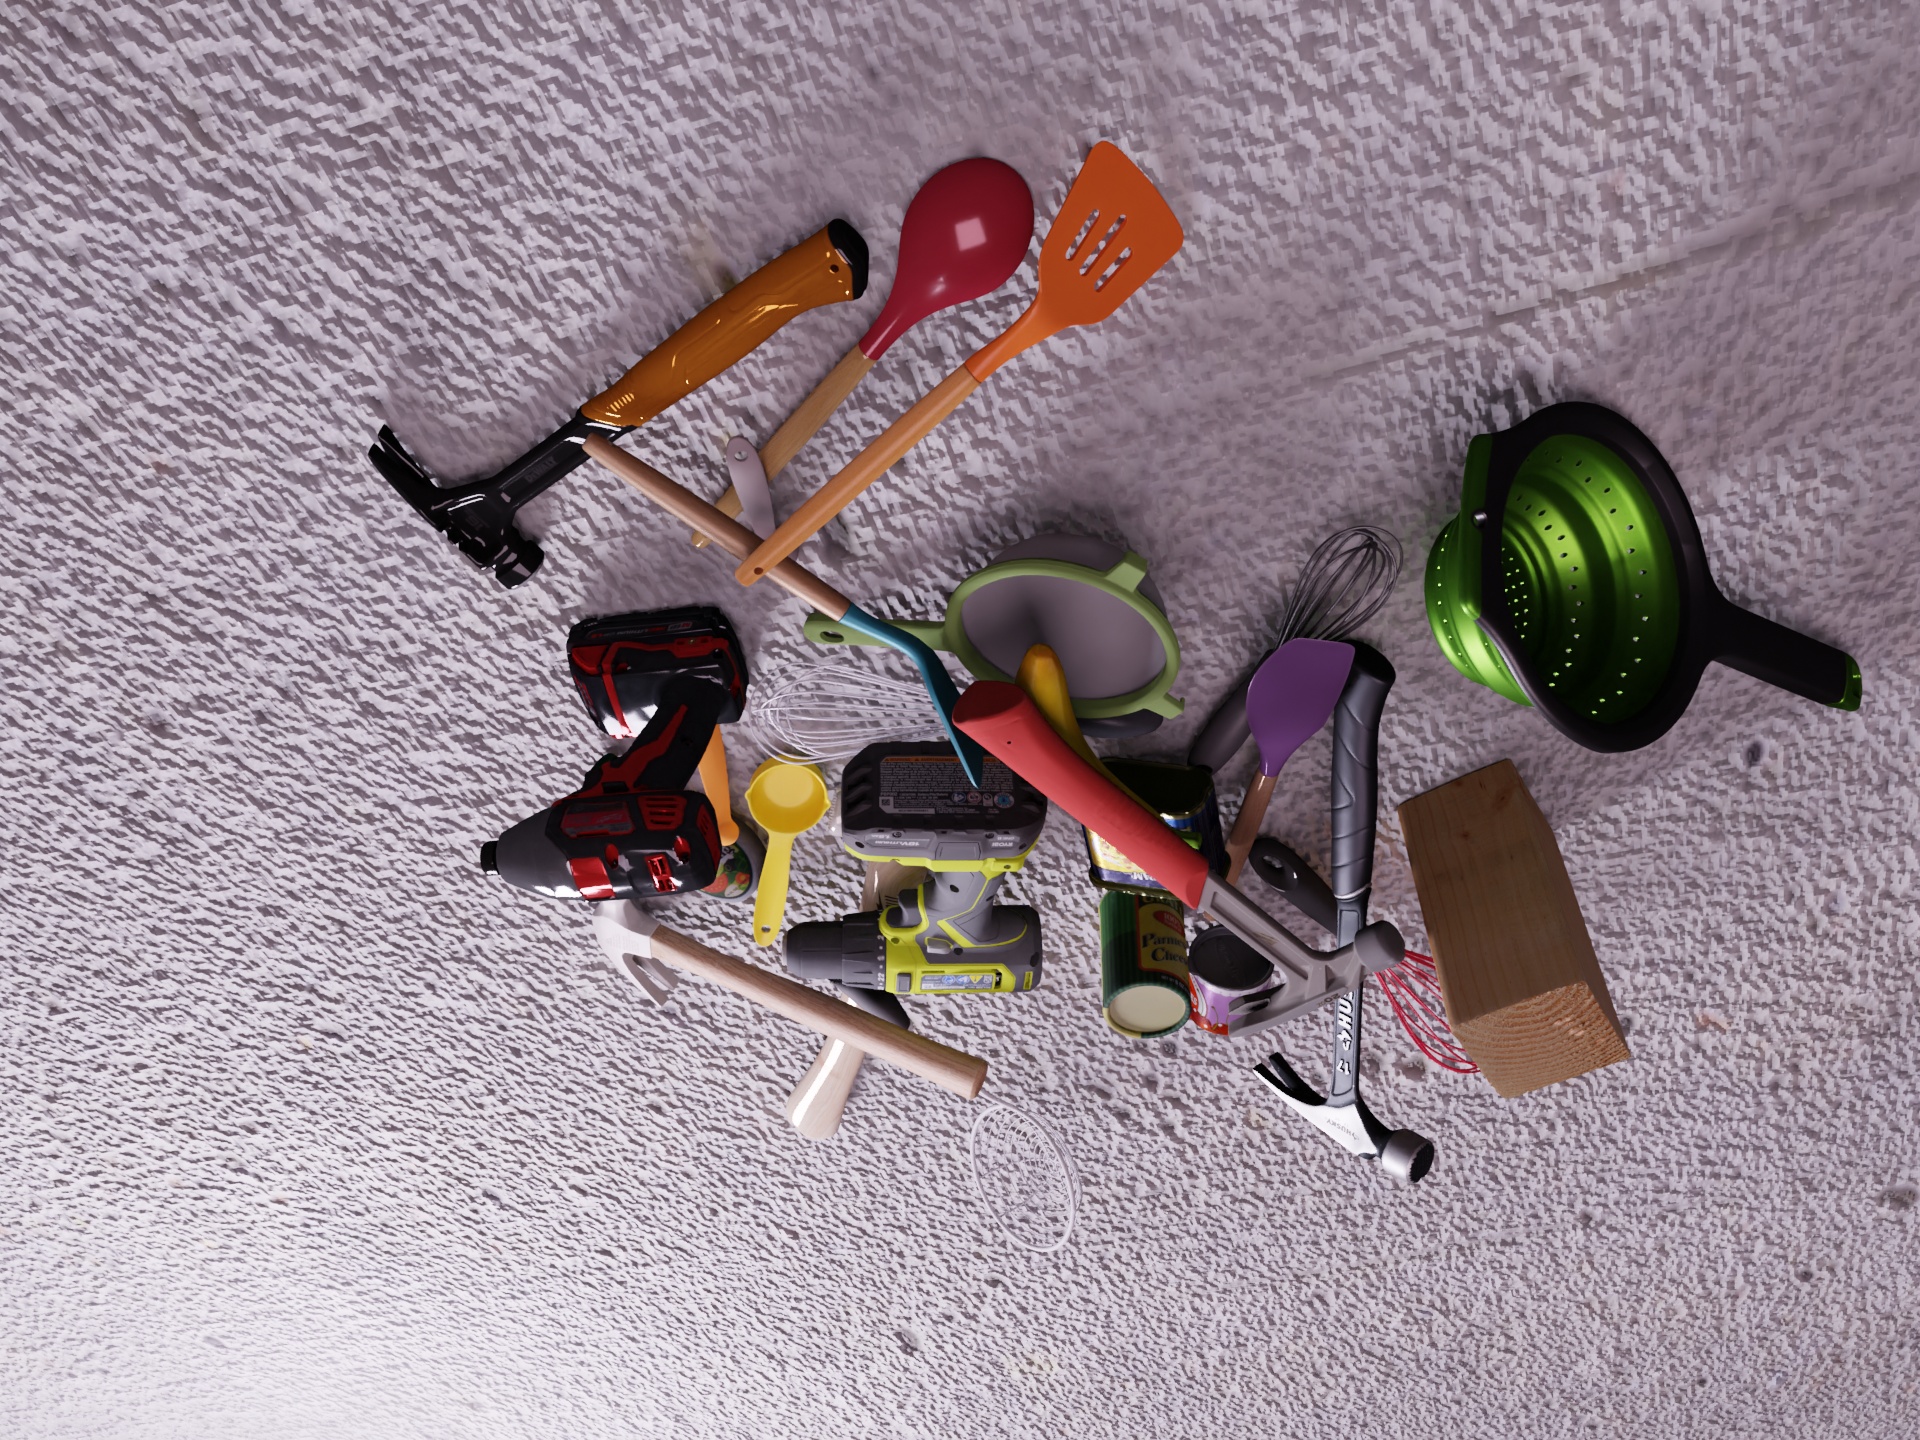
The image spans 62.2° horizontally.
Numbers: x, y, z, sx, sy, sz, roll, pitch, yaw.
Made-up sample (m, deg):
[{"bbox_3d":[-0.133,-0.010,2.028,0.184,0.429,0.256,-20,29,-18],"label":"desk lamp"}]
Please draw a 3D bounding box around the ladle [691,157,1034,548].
[{"bbox_3d":[-0.071,-0.202,0.939,0.069,0.031,0.315,37,125,-18],"label":"ladle"}]

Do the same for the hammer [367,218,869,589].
[{"bbox_3d":[-0.196,-0.197,0.937,0.337,0.034,0.127,-27,125,25],"label":"hammer"}]

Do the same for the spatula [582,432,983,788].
[{"bbox_3d":[-0.099,-0.073,0.980,0.317,0.082,0.044,34,114,-15],"label":"spatula"}]

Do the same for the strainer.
[{"bbox_3d":[0.021,-0.074,1.029,0.256,0.069,0.151,4,145,23],"label":"strainer"}]

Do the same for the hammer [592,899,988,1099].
[{"bbox_3d":[-0.135,0.213,1.219,0.331,0.031,0.130,21,137,14],"label":"hammer"}]

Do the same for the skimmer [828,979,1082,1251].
[{"bbox_3d":[-0.023,0.304,1.283,0.127,0.090,0.363,0,141,50],"label":"skimmer"}]

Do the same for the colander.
[{"bbox_3d":[0.415,-0.060,0.990,0.396,0.204,0.094,15,166,-30],"label":"colander"}]

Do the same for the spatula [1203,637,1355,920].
[{"bbox_3d":[0.208,0.050,1.114,0.060,0.018,0.315,6,140,-2],"label":"spatula"}]

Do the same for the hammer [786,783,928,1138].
[{"bbox_3d":[-0.067,0.213,1.286,0.146,0.038,0.410,11,131,-8],"label":"hammer"}]

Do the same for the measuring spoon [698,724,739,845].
[{"bbox_3d":[-0.175,0.038,1.135,0.021,0.011,0.116,-14,114,-16],"label":"measuring spoon"}]

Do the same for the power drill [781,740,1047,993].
[{"bbox_3d":[-0.031,0.117,1.118,0.190,0.080,0.228,1,139,-4],"label":"power drill"}]

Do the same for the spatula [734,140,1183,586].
[{"bbox_3d":[-0.012,-0.185,0.900,0.322,0.041,0.081,-39,127,18],"label":"spatula"}]

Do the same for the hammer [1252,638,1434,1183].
[{"bbox_3d":[0.276,0.135,1.136,0.036,0.149,0.408,-23,120,-35],"label":"hammer"}]

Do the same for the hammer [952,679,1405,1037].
[{"bbox_3d":[0.127,0.092,1.046,0.358,0.037,0.149,38,129,-25],"label":"hammer"}]

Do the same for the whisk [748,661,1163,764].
[{"bbox_3d":[-0.002,-0.002,1.087,0.284,0.070,0.070,1,131,-4],"label":"whisk"}]

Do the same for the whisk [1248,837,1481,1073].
[{"bbox_3d":[0.325,0.181,1.229,0.295,0.073,0.073,40,122,-19],"label":"whisk"}]

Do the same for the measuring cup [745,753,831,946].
[{"bbox_3d":[-0.134,0.095,1.168,0.062,0.029,0.156,8,115,-10],"label":"measuring cup"}]

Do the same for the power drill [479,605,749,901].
[{"bbox_3d":[-0.214,0.025,1.010,0.143,0.220,0.078,-6,130,7],"label":"power drill"}]

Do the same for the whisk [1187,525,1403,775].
[{"bbox_3d":[0.214,-0.038,1.055,0.055,0.055,0.238,19,133,-13],"label":"whisk"}]

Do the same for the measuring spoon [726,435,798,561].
[{"bbox_3d":[-0.125,-0.129,0.987,0.034,0.018,0.124,-11,146,0],"label":"measuring spoon"}]
